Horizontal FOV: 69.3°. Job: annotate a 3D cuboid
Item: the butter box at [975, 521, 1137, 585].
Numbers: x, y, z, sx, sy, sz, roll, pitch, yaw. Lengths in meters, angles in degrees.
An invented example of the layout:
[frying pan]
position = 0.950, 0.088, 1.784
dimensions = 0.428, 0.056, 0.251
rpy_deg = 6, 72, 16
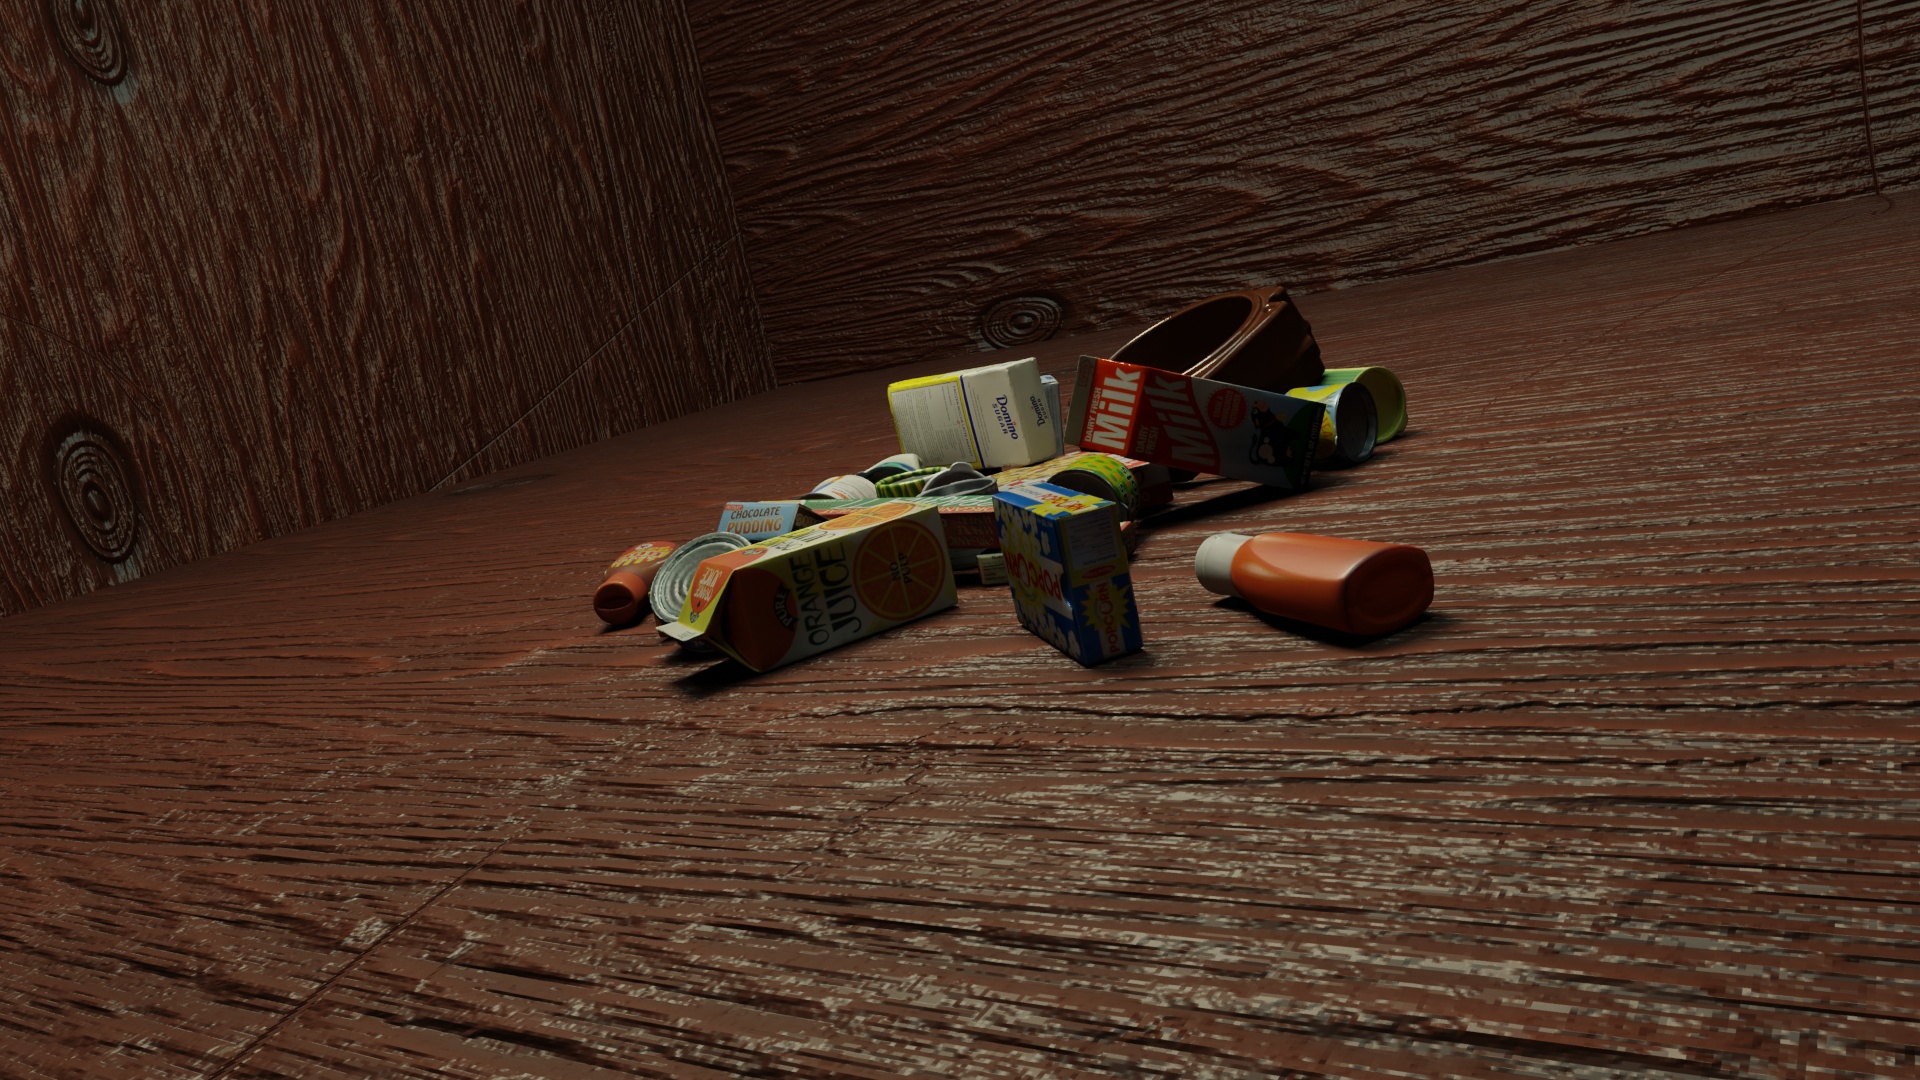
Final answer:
[butter box]
position = 0.069, 0.010, 0.990
dimensions = 0.103, 0.024, 0.053
rpy_deg = -7, 13, 27

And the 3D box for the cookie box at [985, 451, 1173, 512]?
[cookie box]
position = 0.086, -0.040, 1.182
dimensions = 0.123, 0.040, 0.167
rpy_deg = -16, 11, -19

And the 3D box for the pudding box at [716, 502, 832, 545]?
[pudding box]
position = -0.133, -0.007, 1.020
dimensions = 0.083, 0.030, 0.049
rpy_deg = 2, -18, 41

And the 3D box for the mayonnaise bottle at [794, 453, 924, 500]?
[mayonnaise bottle]
position = -0.103, -0.035, 1.312
dimensions = 0.148, 0.065, 0.041
rpy_deg = -15, -11, 9

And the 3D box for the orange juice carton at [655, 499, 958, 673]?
[orange juice carton]
position = -0.105, 0.034, 0.935
dimensions = 0.193, 0.073, 0.072
rpy_deg = -18, 12, -26

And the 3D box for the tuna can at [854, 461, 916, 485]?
[tuna can]
position = -0.065, -0.039, 1.264
dimensions = 0.071, 0.071, 0.033
rpy_deg = -11, 9, 10

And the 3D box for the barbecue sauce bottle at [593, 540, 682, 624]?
[barbecue sauce bottle]
position = -0.278, 0.036, 1.190
dimensions = 0.065, 0.043, 0.149
rpy_deg = -10, 11, 2

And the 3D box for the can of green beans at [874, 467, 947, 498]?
[can of green beans]
position = -0.037, -0.029, 1.210
dimensions = 0.071, 0.057, 0.071
rpy_deg = -12, 11, 2

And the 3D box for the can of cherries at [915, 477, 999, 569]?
[can of cherries]
position = 0.004, -0.014, 1.090
dimensions = 0.071, 0.058, 0.071
rpy_deg = -13, 11, 3

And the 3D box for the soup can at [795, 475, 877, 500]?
[soup can]
position = -0.110, -0.016, 1.214
dimensions = 0.071, 0.071, 0.084
rpy_deg = -9, 11, 18

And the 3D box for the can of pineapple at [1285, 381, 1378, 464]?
[can of pineapple]
position = 0.302, -0.095, 1.148
dimensions = 0.071, 0.071, 0.058
rpy_deg = -22, 14, -42

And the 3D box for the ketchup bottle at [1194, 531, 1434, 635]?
[ketchup bottle]
position = 0.185, 0.019, 0.763
dimensions = 0.065, 0.043, 0.149
rpy_deg = -16, 11, -23

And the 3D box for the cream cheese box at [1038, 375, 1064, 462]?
[cream cheese box]
position = 0.085, -0.105, 1.338
dimensions = 0.024, 0.103, 0.053
rpy_deg = -6, 12, -1

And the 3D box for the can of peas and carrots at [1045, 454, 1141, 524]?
[can of peas and carrots]
position = 0.098, -0.027, 1.033
dimensions = 0.071, 0.071, 0.059
rpy_deg = -8, 11, 24

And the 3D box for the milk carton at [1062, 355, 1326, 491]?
[milk carton]
position = 0.177, -0.092, 1.080
dimensions = 0.191, 0.072, 0.073
rpy_deg = 9, 7, -11

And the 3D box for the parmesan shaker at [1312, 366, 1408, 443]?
[parmesan shaker]
position = 0.336, -0.118, 1.233
dimensions = 0.071, 0.071, 0.103
rpy_deg = -17, 11, -24

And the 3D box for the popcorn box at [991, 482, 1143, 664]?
[popcorn box]
position = 0.060, 0.016, 0.811
dimensions = 0.038, 0.085, 0.127
rpy_deg = -14, 11, -13

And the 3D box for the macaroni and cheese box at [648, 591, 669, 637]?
[macaroni and cheese box]
position = -0.151, 0.028, 1.101
dimensions = 0.123, 0.040, 0.167
rpy_deg = -8, 12, 18

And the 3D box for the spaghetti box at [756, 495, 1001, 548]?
[spaghetti box]
position = -0.066, -0.013, 1.055
dimensions = 0.250, 0.028, 0.050
rpy_deg = 0, 16, 29

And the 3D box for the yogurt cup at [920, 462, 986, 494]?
[yogurt cup]
position = -0.005, -0.026, 1.151
dimensions = 0.072, 0.072, 0.054
rpy_deg = -14, 3, -10
